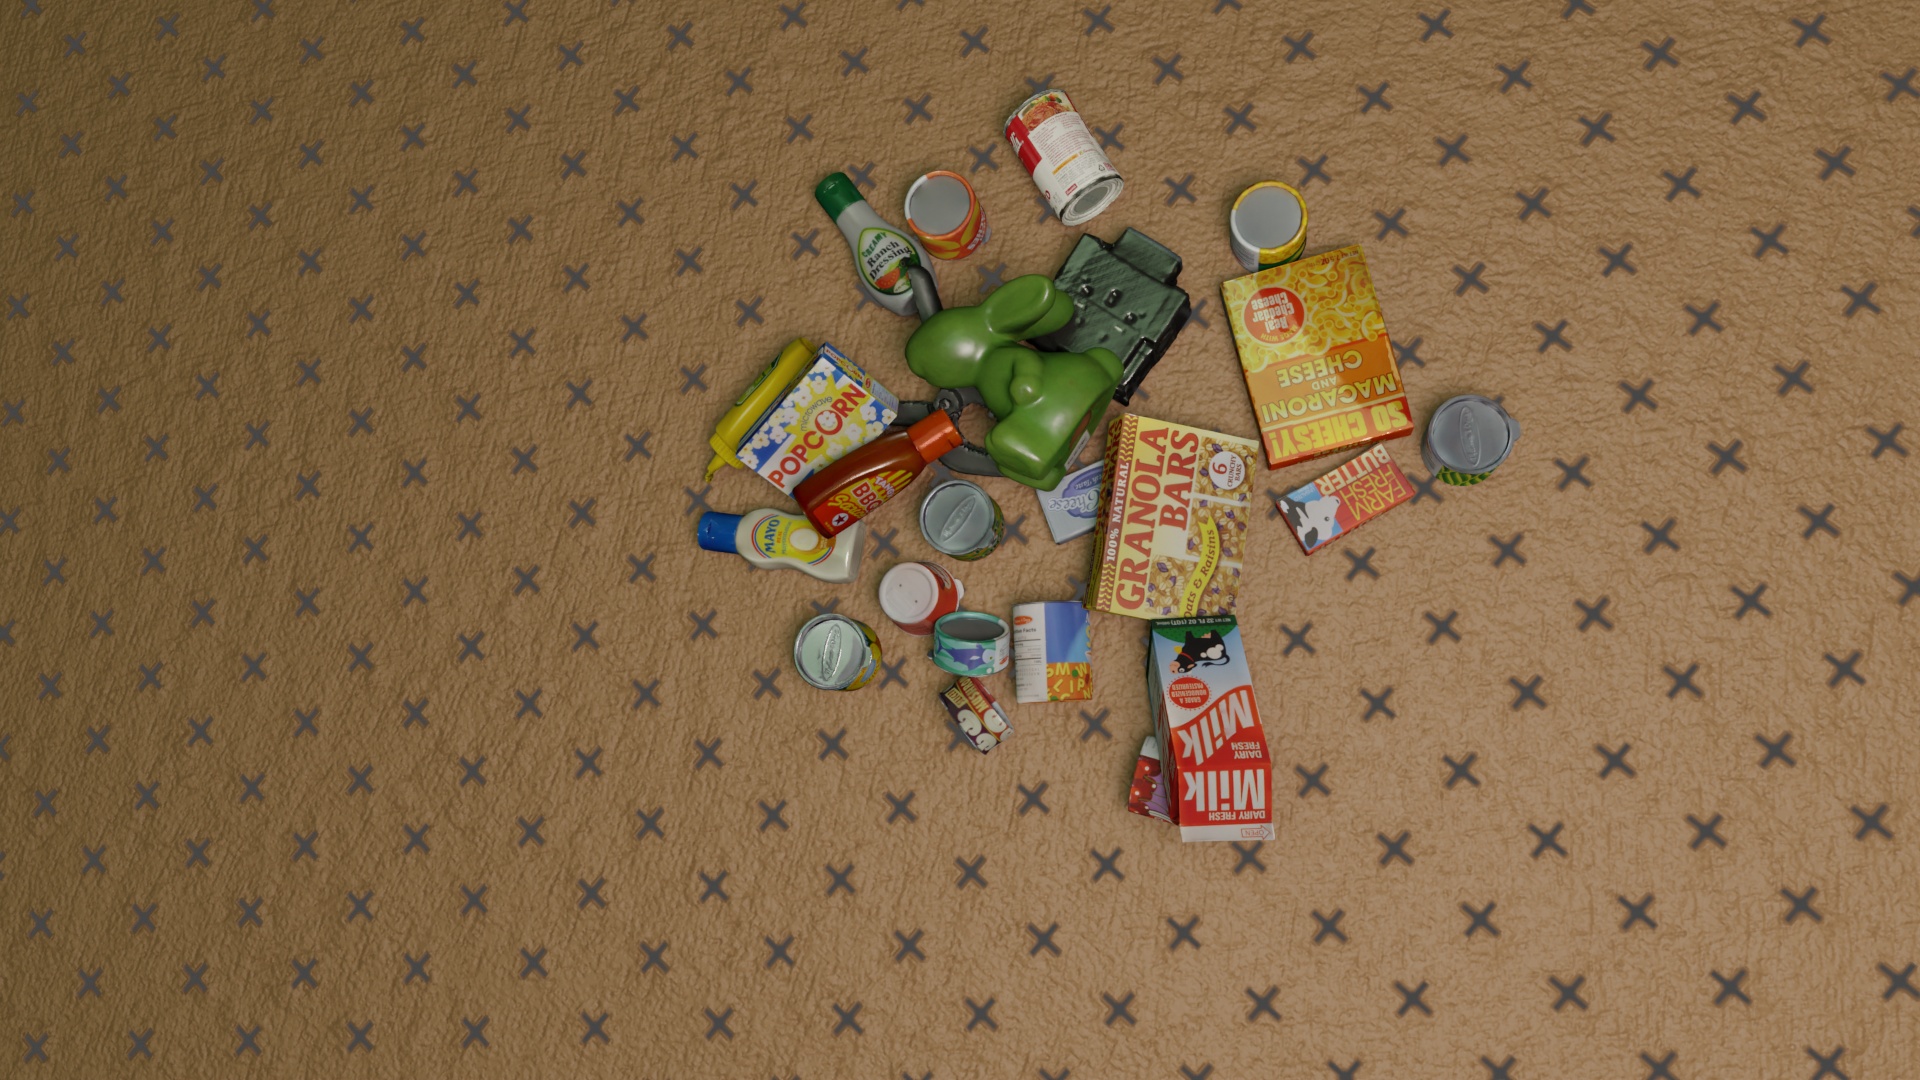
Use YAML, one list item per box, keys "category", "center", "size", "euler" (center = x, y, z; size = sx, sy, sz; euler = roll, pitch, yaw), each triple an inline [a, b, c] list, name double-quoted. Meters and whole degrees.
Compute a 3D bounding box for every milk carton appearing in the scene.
- category: "milk carton"
  center: [0.194, 0.153, 1.090]
  size: [0.072, 0.073, 0.191]
  euler: [-2, 45, 0]

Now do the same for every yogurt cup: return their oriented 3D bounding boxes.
- category: "yogurt cup"
  center: [-0.039, 0.049, 1.218]
  size: [0.072, 0.054, 0.072]
  euler: [-2, 81, 12]

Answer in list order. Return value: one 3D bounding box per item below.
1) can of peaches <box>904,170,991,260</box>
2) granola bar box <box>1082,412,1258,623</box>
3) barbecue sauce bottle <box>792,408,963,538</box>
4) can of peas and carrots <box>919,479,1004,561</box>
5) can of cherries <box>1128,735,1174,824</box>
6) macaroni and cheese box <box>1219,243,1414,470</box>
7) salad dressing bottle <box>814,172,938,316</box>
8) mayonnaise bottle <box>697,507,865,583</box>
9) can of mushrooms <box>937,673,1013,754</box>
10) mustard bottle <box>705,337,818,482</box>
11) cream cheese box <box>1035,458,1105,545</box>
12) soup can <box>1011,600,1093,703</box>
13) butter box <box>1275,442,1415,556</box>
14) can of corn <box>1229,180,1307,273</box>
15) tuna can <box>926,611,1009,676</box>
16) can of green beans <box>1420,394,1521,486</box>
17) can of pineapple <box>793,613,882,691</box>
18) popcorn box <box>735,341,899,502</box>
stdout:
- category: "can of peaches"
  center: [-0.011, -0.295, 1.263]
  size: [0.071, 0.058, 0.071]
  euler: [-2, 81, 12]
- category: "granola bar box"
  center: [0.177, -0.013, 1.168]
  size: [0.124, 0.039, 0.165]
  euler: [11, 83, -12]
- category: "barbecue sauce bottle"
  center: [-0.069, -0.061, 1.202]
  size: [0.148, 0.064, 0.044]
  euler: [-32, 59, 1]
- category: "can of peas and carrots"
  center: [0.004, -0.015, 1.217]
  size: [0.071, 0.058, 0.071]
  euler: [-2, 82, 11]
- category: "can of cherries"
  center: [0.173, 0.202, 1.144]
  size: [0.058, 0.071, 0.071]
  euler: [13, 85, 14]
- category: "macaroni and cheese box"
  center: [0.303, -0.155, 1.186]
  size: [0.124, 0.040, 0.166]
  euler: [-15, 78, 9]
- category: "salad dressing bottle"
  center: [-0.080, -0.275, 1.282]
  size: [0.064, 0.044, 0.148]
  euler: [-38, 76, 5]
- category: "mayonnaise bottle"
  center: [-0.163, 0.000, 1.258]
  size: [0.148, 0.041, 0.065]
  euler: [7, 80, 12]
- category: "can of mushrooms"
  center: [0.013, 0.146, 1.184]
  size: [0.033, 0.071, 0.071]
  euler: [-37, 76, 3]
- category: "mustard bottle"
  center: [-0.183, -0.114, 1.268]
  size: [0.049, 0.065, 0.160]
  euler: [42, 96, -14]
- category: "cream cheese box"
  center: [0.122, -0.040, 1.214]
  size: [0.104, 0.024, 0.053]
  euler: [-23, 78, 8]
- category: "soup can"
  center: [0.081, 0.095, 1.182]
  size: [0.071, 0.071, 0.084]
  euler: [-4, 82, 11]
- category: "butter box"
  center: [0.324, -0.034, 1.171]
  size: [0.103, 0.024, 0.053]
  euler: [-30, 76, 6]
- category: "can of corn"
  center: [0.269, -0.272, 1.201]
  size: [0.071, 0.058, 0.071]
  euler: [-2, 82, 12]
- category: "tuna can"
  center: [0.007, 0.088, 1.193]
  size: [0.071, 0.071, 0.032]
  euler: [8, 111, 13]
- category: "can of green beans"
  center: [0.416, -0.081, 1.142]
  size: [0.071, 0.058, 0.071]
  euler: [-2, 81, 12]
- category: "can of pineapple"
  center: [-0.105, 0.100, 1.222]
  size: [0.071, 0.058, 0.071]
  euler: [-2, 82, 12]
- category: "popcorn box"
  center: [-0.126, -0.099, 1.221]
  size: [0.085, 0.038, 0.126]
  euler: [38, 111, -18]
